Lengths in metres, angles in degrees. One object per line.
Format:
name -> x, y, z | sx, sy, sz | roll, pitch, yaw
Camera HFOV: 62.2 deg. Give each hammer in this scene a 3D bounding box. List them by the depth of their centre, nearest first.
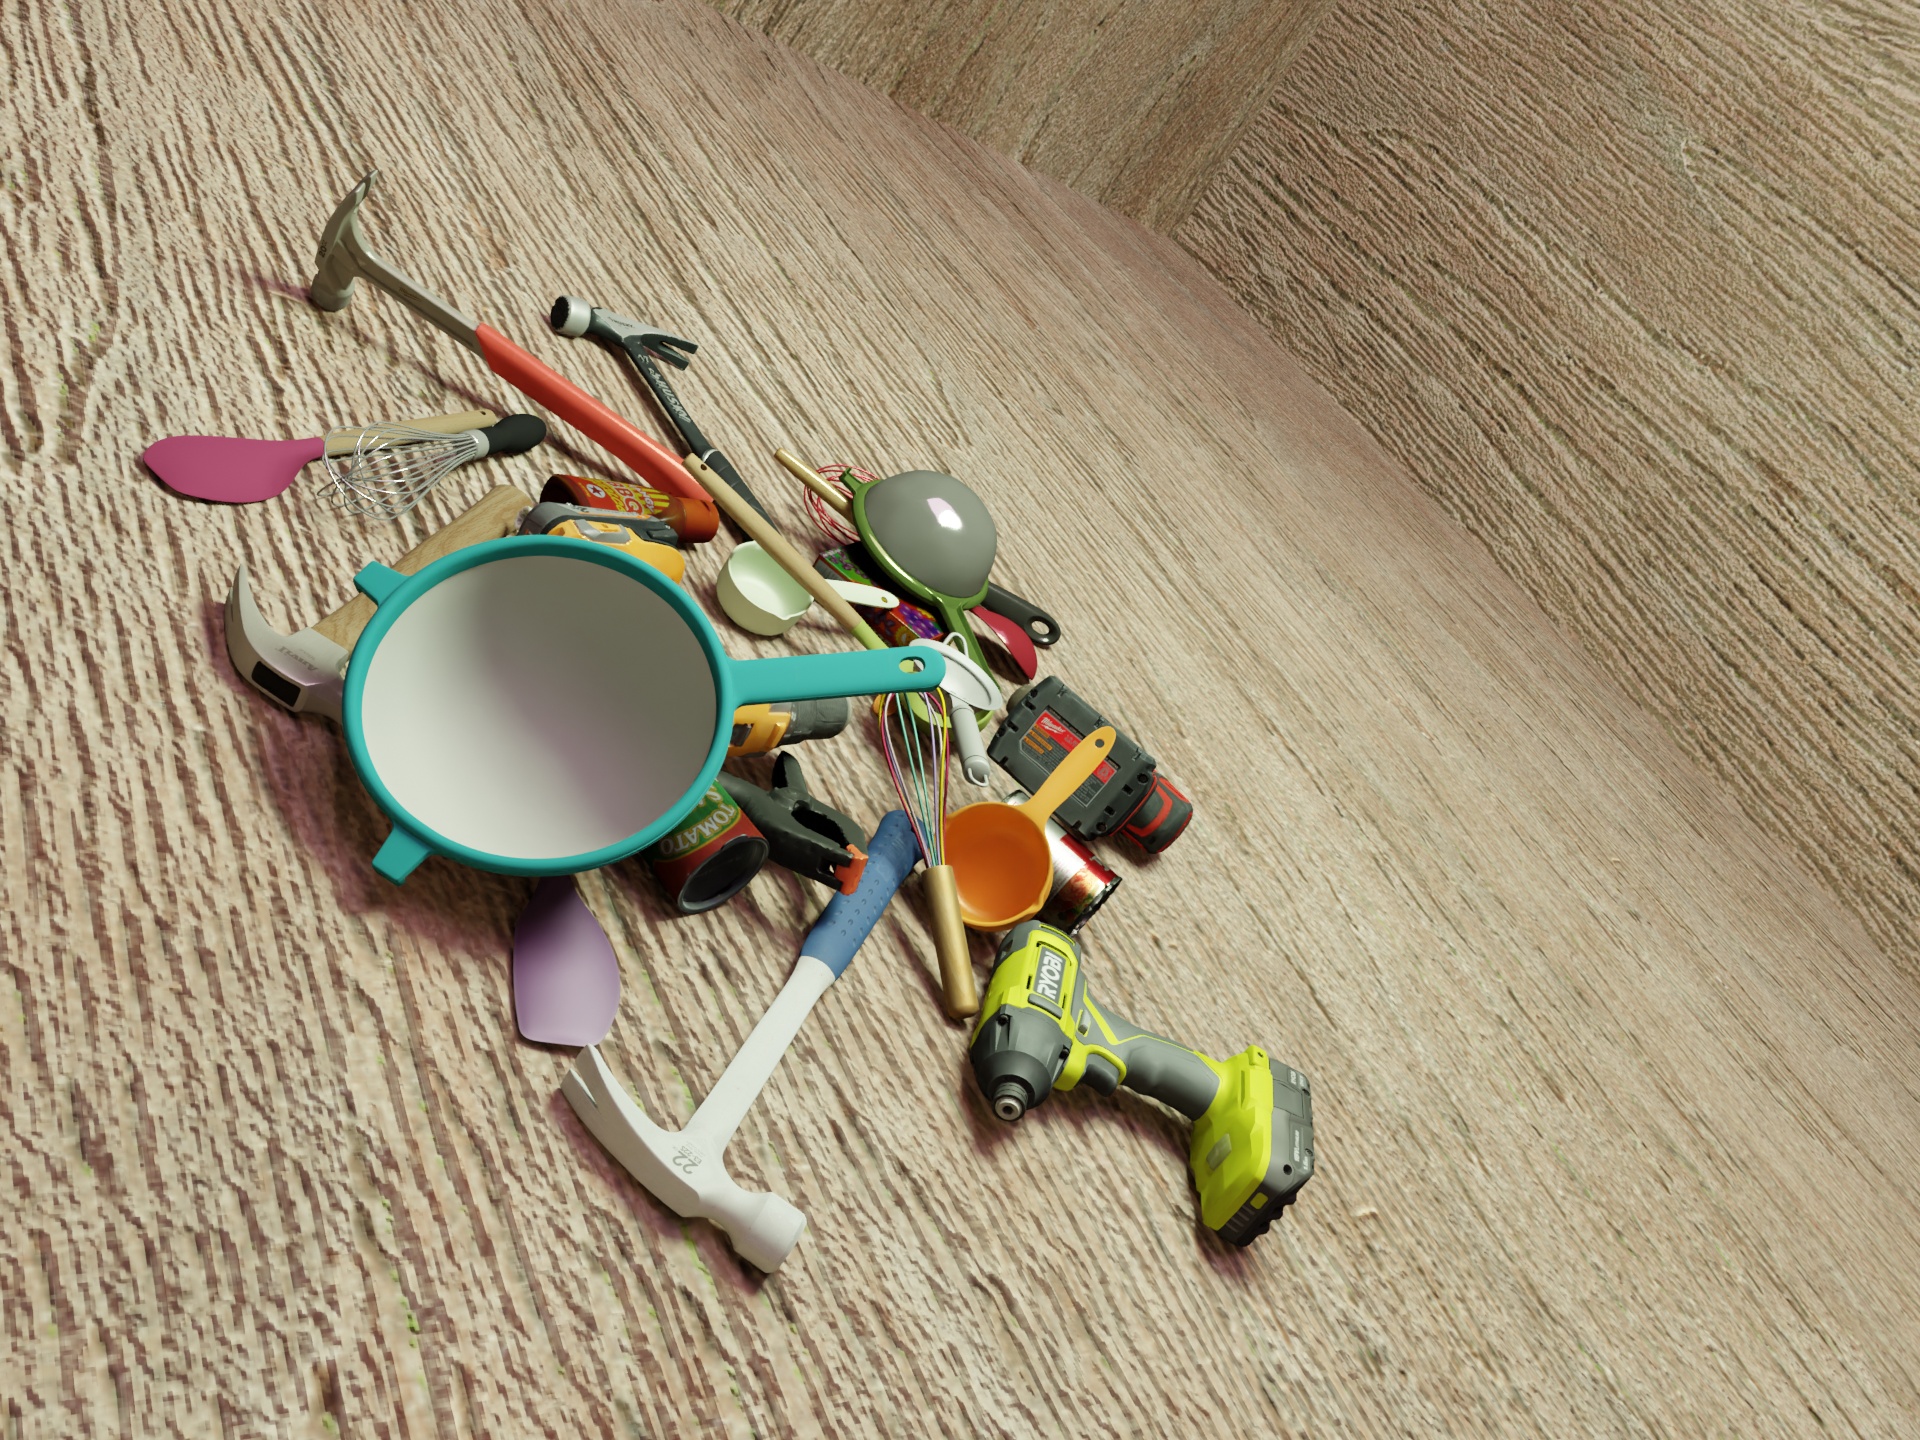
hammer -> -0.095, 0.153, 0.962 | 0.144, 0.035, 0.406 | 36, 27, -1
hammer -> -0.364, -0.093, 1.048 | 0.130, 0.031, 0.331 | 33, 27, -7
hammer -> -0.348, -0.286, 1.286 | 0.359, 0.149, 0.037 | 34, 54, -17
hammer -> -0.233, -0.247, 1.443 | 0.149, 0.036, 0.409 | 5, 41, -47

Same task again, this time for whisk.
whisk -> -0.017, 0.079, 1.073 | 0.047, 0.051, 0.245 | -10, 70, -4
whisk -> -0.380, -0.200, 1.177 | 0.070, 0.070, 0.285 | 36, 22, 0
whisk -> -0.022, -0.151, 1.512 | 0.295, 0.073, 0.073 | 31, 27, -21

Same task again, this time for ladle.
ladle -> -0.095, -0.099, 1.263 | 0.320, 0.062, 0.078 | 45, 45, -18
ladle -> -0.043, -0.144, 1.445 | 0.315, 0.031, 0.069 | 38, 9, -15

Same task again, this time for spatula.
spatula -> -0.240, 0.068, 0.947 | 0.059, 0.018, 0.316 | 12, 36, -27

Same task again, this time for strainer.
strainer -> -0.180, -0.001, 0.938 | 0.340, 0.095, 0.211 | -5, 65, -17
strainer -> -0.002, -0.004, 1.176 | 0.086, 0.050, 0.259 | 29, 16, -16
strainer -> -0.001, -0.133, 1.388 | 0.151, 0.069, 0.257 | 11, 45, -42

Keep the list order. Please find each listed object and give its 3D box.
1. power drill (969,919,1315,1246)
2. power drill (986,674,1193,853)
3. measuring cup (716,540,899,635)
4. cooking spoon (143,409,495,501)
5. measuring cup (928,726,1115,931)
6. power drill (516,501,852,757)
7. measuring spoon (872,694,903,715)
power drill -> 0.113, 0.238, 1.031 | 0.223, 0.080, 0.171 | 30, 27, -5
power drill -> 0.093, 0.027, 1.286 | 0.188, 0.080, 0.226 | 41, 5, 17
measuring cup -> -0.126, -0.100, 1.310 | 0.167, 0.038, 0.083 | 6, 51, -39
cooking spoon -> -0.441, -0.200, 1.140 | 0.069, 0.017, 0.319 | 41, 28, 8
measuring cup -> 0.051, 0.075, 1.124 | 0.095, 0.173, 0.052 | 41, -10, 15
power drill -> -0.192, -0.056, 1.111 | 0.185, 0.084, 0.226 | 0, 37, -51
measuring spoon -> -0.048, -0.024, 1.331 | 0.021, 0.011, 0.117 | 53, 31, -2
